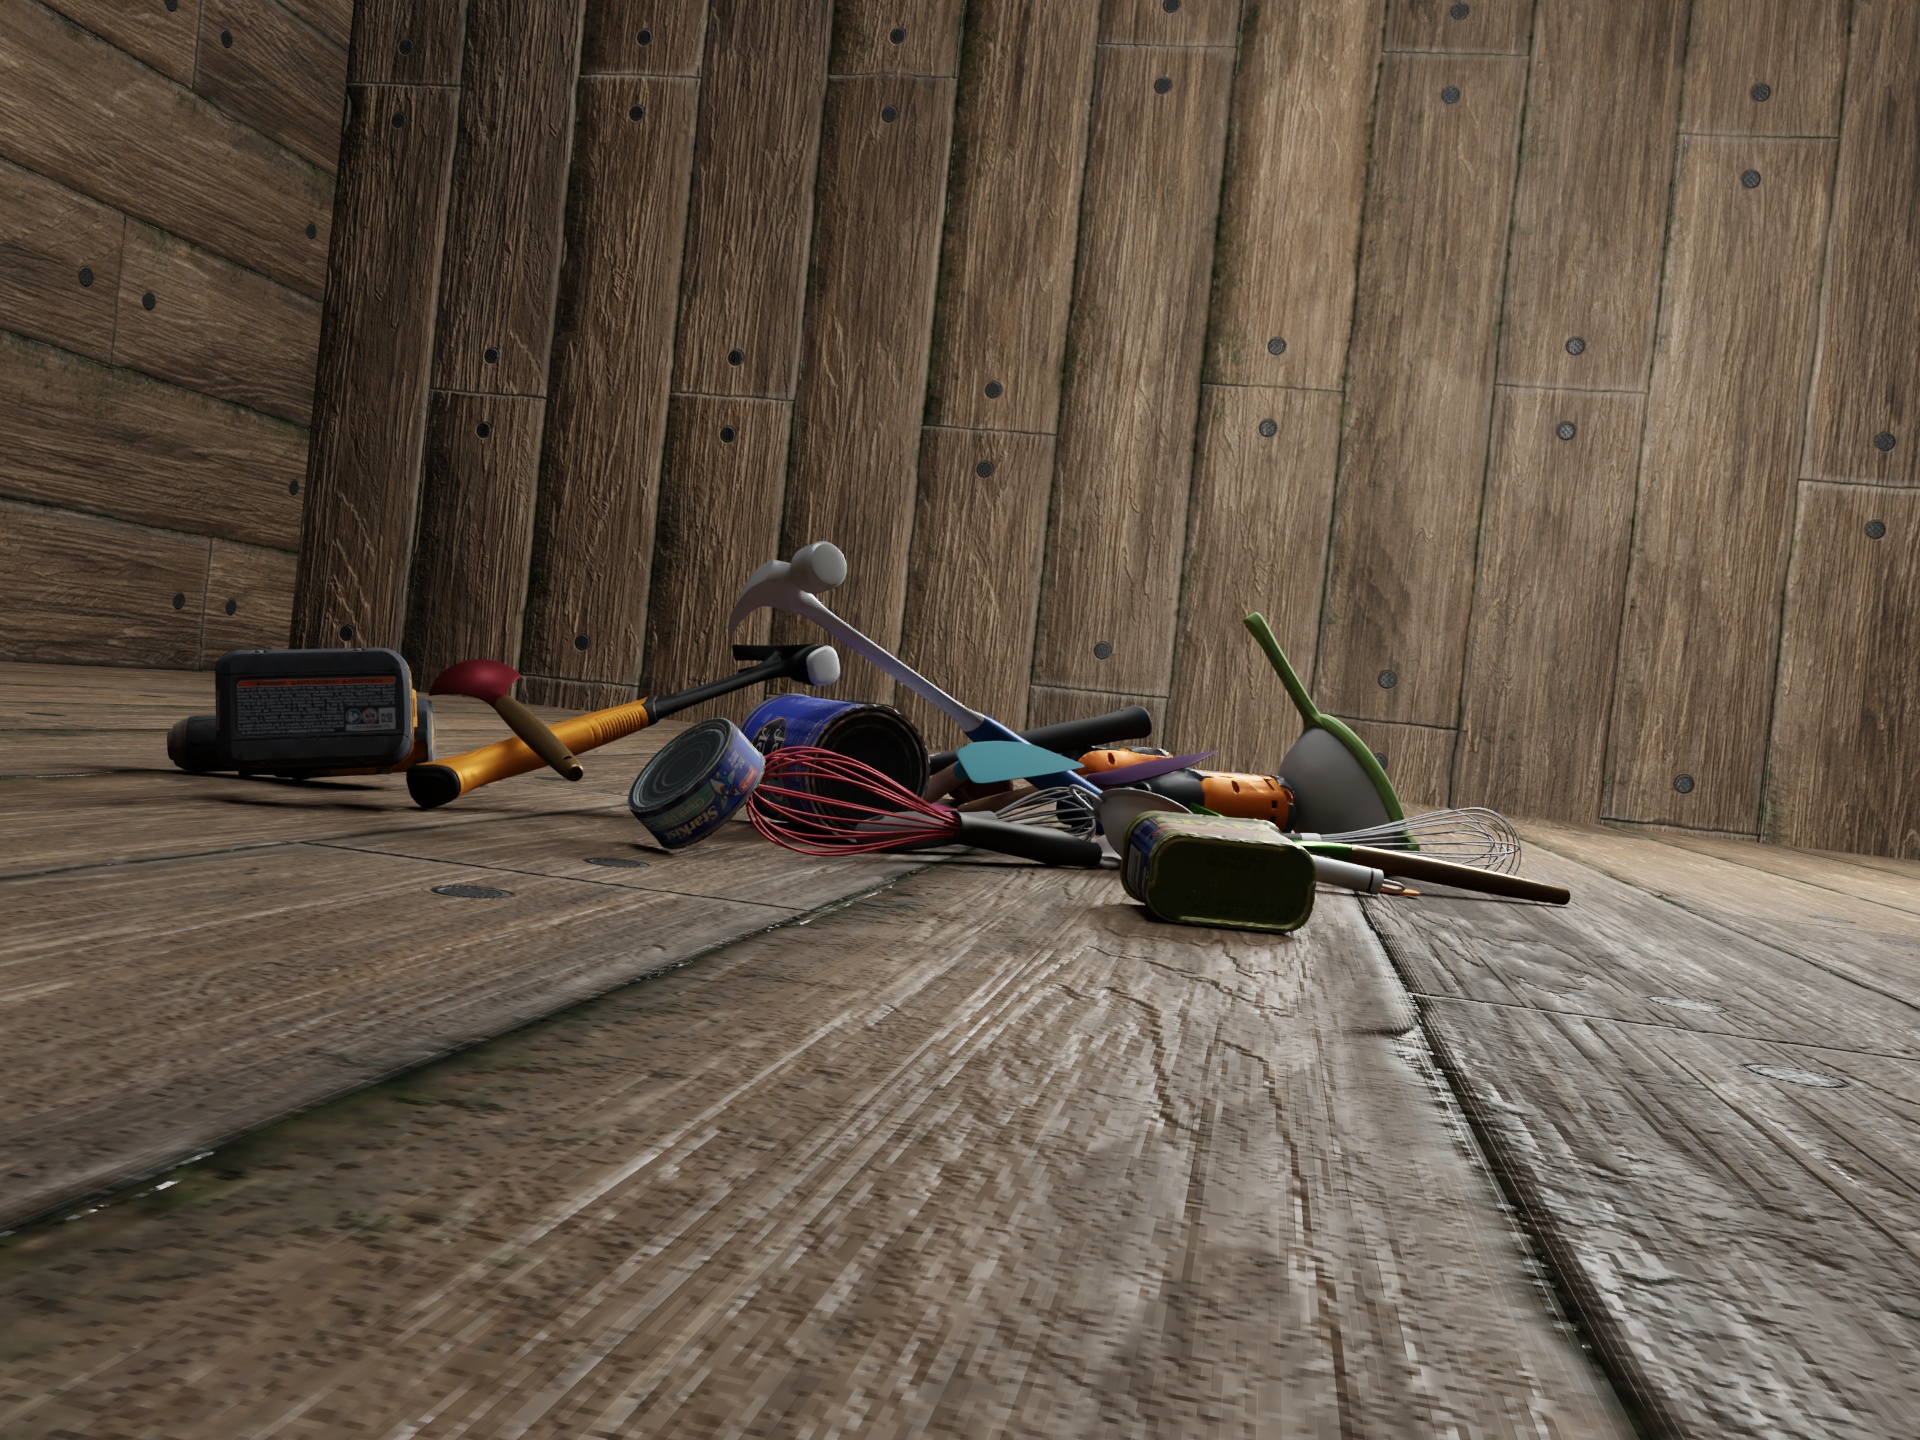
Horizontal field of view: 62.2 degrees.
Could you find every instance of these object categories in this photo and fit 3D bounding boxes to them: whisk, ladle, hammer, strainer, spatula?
[{"bbox_3d":[0.318,0.106,1.305,0.284,0.070,0.070,1,1,0],"label":"whisk"},{"bbox_3d":[-0.314,-0.003,1.113,0.069,0.031,0.316,-15,20,-26],"label":"ladle"},{"bbox_3d":[0.012,0.033,1.437,0.334,0.035,0.146,-11,6,-10],"label":"hammer"},{"bbox_3d":[-0.002,-0.004,1.233,0.405,0.035,0.144,35,-29,-29],"label":"hammer"},{"bbox_3d":[0.302,0.029,1.418,0.069,0.256,0.151,-29,-1,-9],"label":"strainer"},{"bbox_3d":[-0.007,0.054,1.211,0.082,0.044,0.317,-8,-11,-21],"label":"spatula"},{"bbox_3d":[0.095,0.059,1.384,0.060,0.018,0.316,-22,4,-38],"label":"spatula"},{"bbox_3d":[0.018,0.077,1.184,0.238,0.055,0.055,0,5,-40],"label":"whisk"},{"bbox_3d":[-0.022,0.071,1.092,0.295,0.073,0.073,13,-3,-31],"label":"whisk"},{"bbox_3d":[0.203,0.098,1.181,0.258,0.050,0.086,12,-30,3],"label":"strainer"},{"bbox_3d":[-0.255,-0.002,1.190,0.337,0.034,0.127,-22,16,-40],"label":"hammer"}]

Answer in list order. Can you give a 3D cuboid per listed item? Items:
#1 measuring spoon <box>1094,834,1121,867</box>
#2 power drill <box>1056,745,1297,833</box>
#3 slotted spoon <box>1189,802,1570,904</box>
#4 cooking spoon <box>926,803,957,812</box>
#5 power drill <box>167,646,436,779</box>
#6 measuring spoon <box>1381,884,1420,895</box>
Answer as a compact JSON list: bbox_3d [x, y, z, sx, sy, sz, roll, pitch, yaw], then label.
[{"bbox_3d":[0.116,0.100,1.223,0.034,0.018,0.124,6,2,7],"label":"measuring spoon"},{"bbox_3d":[0.175,0.069,1.448,0.164,0.084,0.226,5,1,-26],"label":"power drill"},{"bbox_3d":[0.327,0.110,1.240,0.313,0.031,0.070,11,-2,-6],"label":"slotted spoon"},{"bbox_3d":[-0.144,0.068,1.545,0.319,0.017,0.068,7,0,32],"label":"cooking spoon"},{"bbox_3d":[-0.465,0.004,1.108,0.185,0.084,0.226,-2,-6,-17],"label":"power drill"},{"bbox_3d":[0.311,0.123,1.237,0.021,0.011,0.117,5,1,-33],"label":"measuring spoon"}]
